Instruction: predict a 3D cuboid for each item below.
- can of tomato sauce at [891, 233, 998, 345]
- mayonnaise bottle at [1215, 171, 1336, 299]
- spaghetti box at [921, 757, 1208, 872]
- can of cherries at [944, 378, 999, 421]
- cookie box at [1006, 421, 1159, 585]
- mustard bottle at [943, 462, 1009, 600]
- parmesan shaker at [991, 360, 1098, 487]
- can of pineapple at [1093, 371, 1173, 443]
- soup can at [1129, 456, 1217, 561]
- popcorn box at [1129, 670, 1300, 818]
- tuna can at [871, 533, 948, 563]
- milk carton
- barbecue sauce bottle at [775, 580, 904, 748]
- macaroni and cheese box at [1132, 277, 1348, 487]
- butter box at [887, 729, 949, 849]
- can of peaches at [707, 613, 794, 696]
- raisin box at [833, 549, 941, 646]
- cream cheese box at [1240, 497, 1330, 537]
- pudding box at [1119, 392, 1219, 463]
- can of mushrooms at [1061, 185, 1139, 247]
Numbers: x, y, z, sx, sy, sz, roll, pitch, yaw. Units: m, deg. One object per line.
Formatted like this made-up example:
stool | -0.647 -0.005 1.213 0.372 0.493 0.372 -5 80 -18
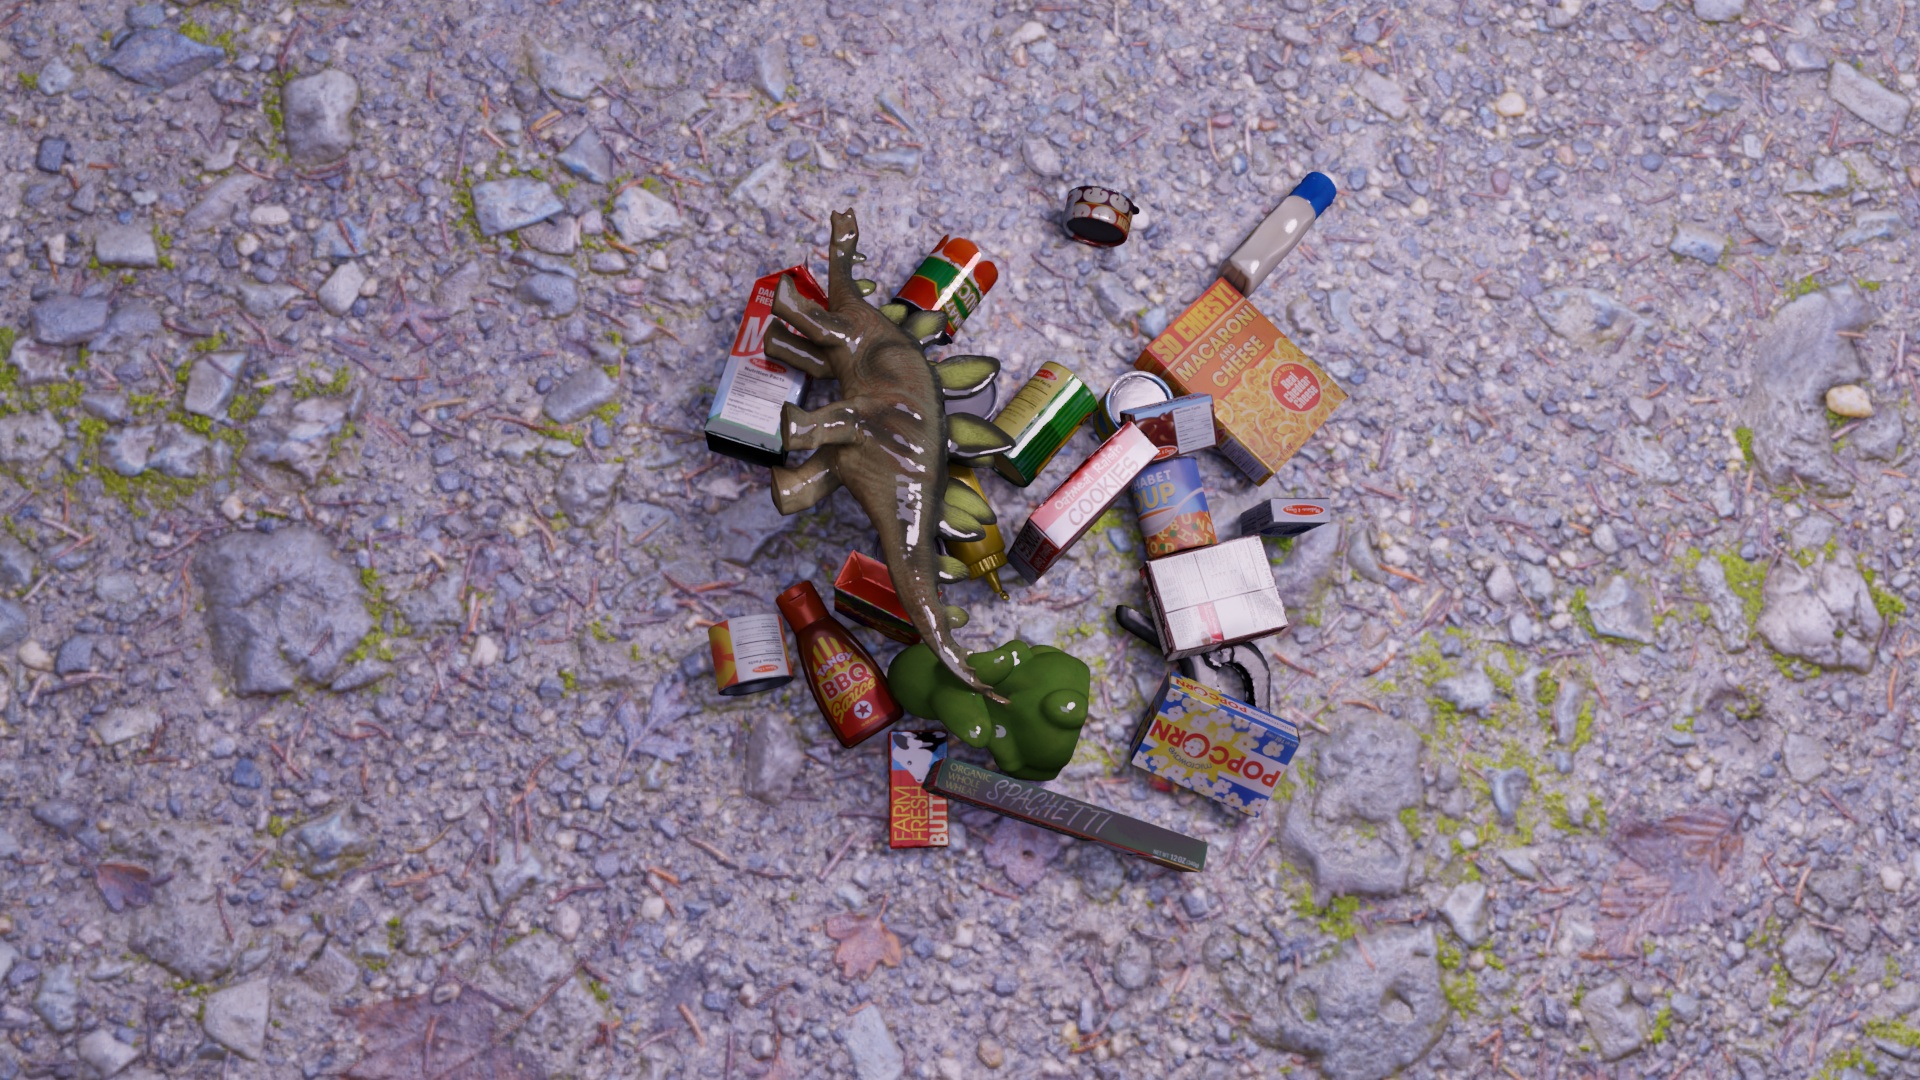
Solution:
can of tomato sauce | -0.012 -0.234 1.301 0.071 0.071 0.083 36 77 3
mayonnaise bottle | 0.309 -0.298 1.351 0.041 0.064 0.148 40 73 7
spaghetti box | 0.091 0.240 1.206 0.250 0.050 0.029 19 73 -7
can of cherries | 0.000 -0.127 1.285 0.071 0.058 0.071 1 78 -6
cookie box | 0.103 -0.030 1.218 0.040 0.167 0.123 45 78 5
mustard bottle | 0.004 -0.016 1.260 0.049 0.065 0.160 -25 85 -14
parmesan shaker | 0.068 -0.107 1.286 0.071 0.071 0.103 41 79 4
can of pineapple | 0.162 -0.118 1.298 0.071 0.057 0.071 1 78 -5
soup can | 0.192 -0.028 1.276 0.071 0.071 0.084 -12 80 -8
popcorn box | 0.225 0.181 1.232 0.127 0.038 0.085 23 111 0
tuna can | -0.045 0.015 1.263 0.071 0.032 0.071 1 78 -5
milk carton | -0.169 -0.168 1.271 0.073 0.072 0.191 17 78 -3
barbecue sauce bottle | -0.112 0.107 1.232 0.065 0.043 0.148 -30 82 -7
macaroni and cheese box | 0.264 -0.151 1.315 0.166 0.040 0.124 45 66 5
butter box | -0.037 0.219 1.225 0.053 0.024 0.103 1 78 -6
can of peaches | -0.185 0.101 1.215 0.071 0.071 0.058 -11 76 -8
raisin box | -0.065 0.054 1.207 0.086 0.123 0.040 25 77 1
cream cheese box | 0.295 -0.021 1.267 0.053 0.103 0.024 1 83 -4
pudding box | 0.188 -0.101 1.251 0.084 0.030 0.049 -15 104 -18
can of mushrooms | 0.134 -0.310 1.332 0.071 0.071 0.033 15 78 -2
